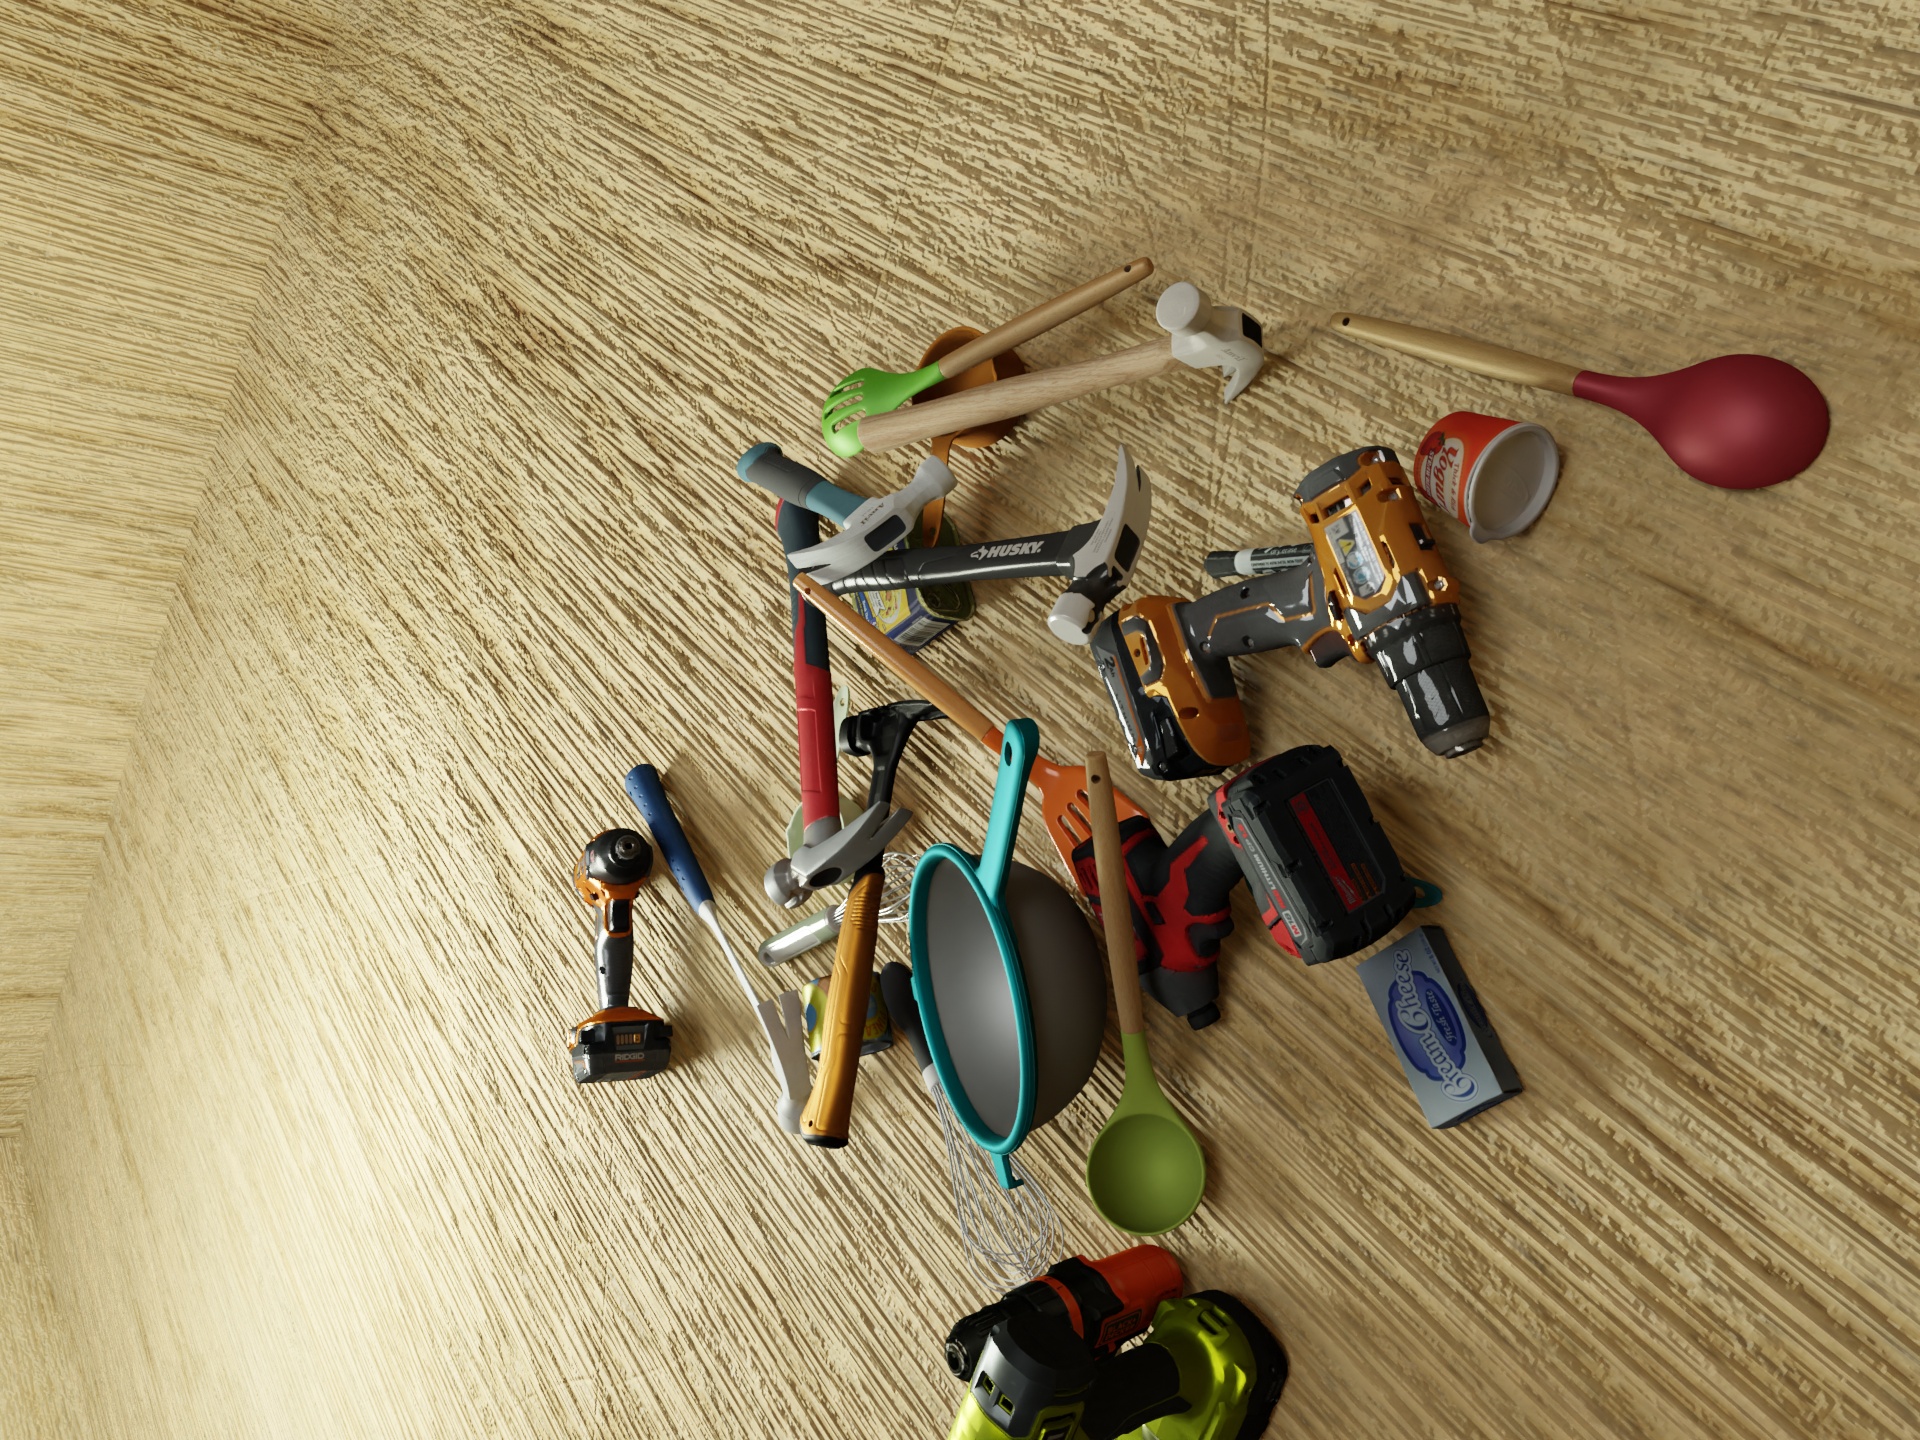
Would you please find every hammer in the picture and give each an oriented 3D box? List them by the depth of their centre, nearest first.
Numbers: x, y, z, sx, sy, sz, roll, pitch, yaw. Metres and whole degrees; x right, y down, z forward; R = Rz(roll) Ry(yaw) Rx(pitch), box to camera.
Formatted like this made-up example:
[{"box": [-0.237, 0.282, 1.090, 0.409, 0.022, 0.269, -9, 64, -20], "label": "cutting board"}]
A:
[{"box": [0.059, -0.230, 1.106, 0.331, 0.130, 0.031, -6, 79, 40], "label": "hammer"}, {"box": [-0.004, -0.117, 1.147, 0.335, 0.035, 0.146, 0, 56, 47], "label": "hammer"}, {"box": [-0.069, 0.147, 1.187, 0.127, 0.034, 0.337, -13, 62, 49], "label": "hammer"}, {"box": [-0.110, -0.048, 1.282, 0.143, 0.038, 0.387, -37, 45, 36], "label": "hammer"}, {"box": [-0.117, -0.186, 1.294, 0.128, 0.033, 0.331, -43, 29, -6], "label": "hammer"}, {"box": [-0.219, 0.170, 1.400, 0.406, 0.035, 0.144, 52, 153, 43], "label": "hammer"}]

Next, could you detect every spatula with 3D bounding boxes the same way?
[{"box": [-0.002, -0.004, 1.152, 0.323, 0.041, 0.081, 39, 116, 10], "label": "spatula"}]

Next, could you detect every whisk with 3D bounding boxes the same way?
[{"box": [-0.004, 0.289, 1.168, 0.070, 0.070, 0.285, -54, 45, 27], "label": "whisk"}, {"box": [-0.095, 0.160, 1.292, 0.057, 0.059, 0.246, 49, 135, -9], "label": "whisk"}]

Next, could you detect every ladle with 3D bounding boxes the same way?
[{"box": [0.331, -0.198, 0.904, 0.316, 0.031, 0.069, 32, 107, 46], "label": "ladle"}, {"box": [0.102, 0.174, 0.987, 0.078, 0.062, 0.320, -4, 108, 17], "label": "ladle"}]

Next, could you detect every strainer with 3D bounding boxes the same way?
[{"box": [0.050, 0.131, 1.047, 0.211, 0.095, 0.340, -120, 30, -46], "label": "strainer"}]

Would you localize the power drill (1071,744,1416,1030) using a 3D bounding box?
[{"box": [0.162, 0.109, 0.968, 0.143, 0.078, 0.219, 63, 147, 6], "label": "power drill"}]

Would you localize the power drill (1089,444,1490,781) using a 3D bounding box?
[{"box": [0.203, -0.034, 0.969, 0.226, 0.084, 0.185, -32, 72, 39], "label": "power drill"}]

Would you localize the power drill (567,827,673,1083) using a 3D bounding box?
[{"box": [-0.315, 0.212, 1.465, 0.164, 0.084, 0.227, 139, 128, -63], "label": "power drill"}]

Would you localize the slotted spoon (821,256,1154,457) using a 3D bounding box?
[{"box": [0.008, -0.275, 1.187, 0.314, 0.031, 0.070, -19, 67, 34], "label": "slotted spoon"}]

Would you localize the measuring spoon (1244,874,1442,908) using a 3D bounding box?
[{"box": [0.235, 0.098, 0.971, 0.129, 0.021, 0.042, 2, 109, 38], "label": "measuring spoon"}]

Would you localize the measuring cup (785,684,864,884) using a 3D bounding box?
[{"box": [-0.098, 0.055, 1.318, 0.083, 0.038, 0.167, 9, 89, 47], "label": "measuring cup"}]

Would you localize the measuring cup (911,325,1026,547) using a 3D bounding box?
[{"box": [0.004, -0.214, 1.235, 0.095, 0.052, 0.173, 9, 90, 44], "label": "measuring cup"}]

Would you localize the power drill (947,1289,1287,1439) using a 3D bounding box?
[{"box": [0.079, 0.421, 0.931, 0.080, 0.223, 0.171, 33, 108, 45], "label": "power drill"}]
